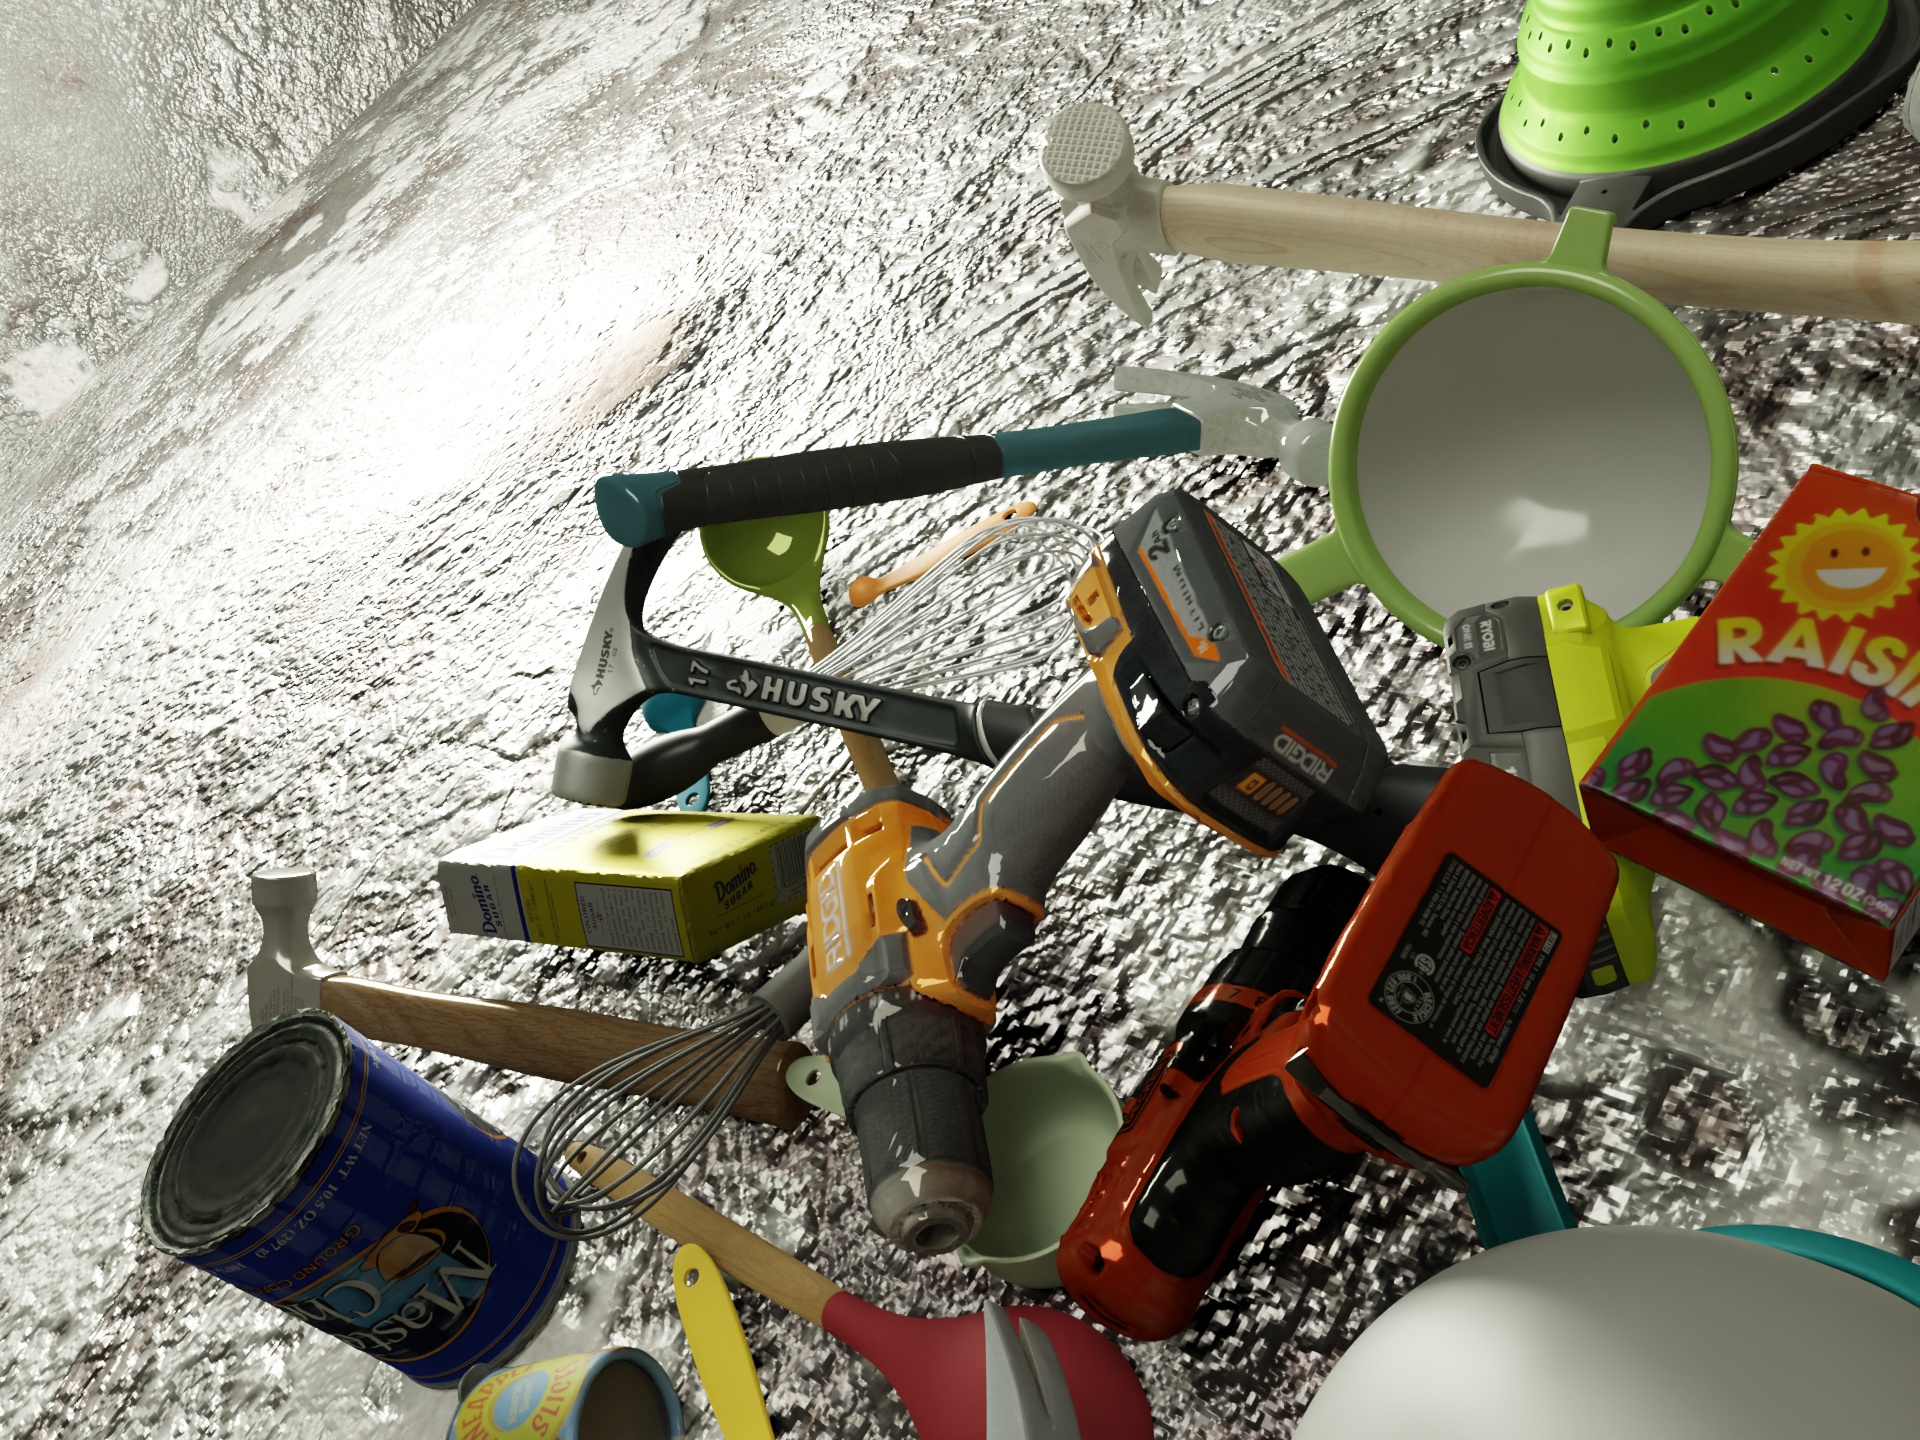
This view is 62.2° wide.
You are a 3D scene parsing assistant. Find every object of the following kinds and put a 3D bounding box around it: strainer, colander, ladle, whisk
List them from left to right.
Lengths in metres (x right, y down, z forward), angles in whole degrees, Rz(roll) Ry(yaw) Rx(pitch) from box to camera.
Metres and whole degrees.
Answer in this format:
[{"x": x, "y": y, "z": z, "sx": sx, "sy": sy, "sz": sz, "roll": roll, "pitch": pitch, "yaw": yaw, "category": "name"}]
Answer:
[{"x": -0.077, "y": 0.115, "z": 0.631, "sx": 0.055, "sy": 0.055, "sz": 0.239, "roll": 7, "pitch": 34, "yaw": 42, "category": "whisk"}, {"x": -0.061, "y": 0.209, "z": 0.592, "sx": 0.315, "sy": 0.031, "sz": 0.069, "roll": 9, "pitch": 61, "yaw": 45, "category": "ladle"}, {"x": -0.074, "y": -0.037, "z": 0.822, "sx": 0.078, "sy": 0.062, "sz": 0.321, "roll": -35, "pitch": 41, "yaw": 7, "category": "ladle"}, {"x": -0.056, "y": -0.018, "z": 0.744, "sx": 0.284, "sy": 0.070, "sz": 0.070, "roll": -26, "pitch": 40, "yaw": 19, "category": "whisk"}, {"x": 0.189, "y": -0.082, "z": 0.650, "sx": 0.256, "sy": 0.151, "sz": 0.069, "roll": -27, "pitch": -2, "yaw": 41, "category": "strainer"}, {"x": 0.131, "y": 0.157, "z": 0.392, "sx": 0.211, "sy": 0.095, "sz": 0.341, "roll": -48, "pitch": 21, "yaw": 26, "category": "strainer"}, {"x": 0.297, "y": -0.277, "z": 0.733, "sx": 0.205, "sy": 0.094, "sz": 0.397, "roll": 13, "pitch": 60, "yaw": 45, "category": "colander"}]

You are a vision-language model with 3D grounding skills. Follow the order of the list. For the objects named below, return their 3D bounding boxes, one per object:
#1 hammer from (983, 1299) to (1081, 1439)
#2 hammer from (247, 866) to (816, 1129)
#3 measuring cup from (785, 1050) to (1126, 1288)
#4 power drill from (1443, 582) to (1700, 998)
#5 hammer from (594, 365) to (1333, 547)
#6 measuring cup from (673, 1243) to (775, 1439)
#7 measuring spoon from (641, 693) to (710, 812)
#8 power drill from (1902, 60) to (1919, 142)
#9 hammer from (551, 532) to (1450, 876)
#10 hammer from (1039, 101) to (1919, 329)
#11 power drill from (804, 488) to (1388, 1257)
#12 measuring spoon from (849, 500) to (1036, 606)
[{"x": -0.126, "y": 0.299, "z": 0.502, "sx": 0.386, "sy": 0.038, "sz": 0.143, "roll": -26, "pitch": 42, "yaw": 26, "category": "hammer"}, {"x": -0.209, "y": 0.146, "z": 0.728, "sx": 0.331, "sy": 0.031, "sz": 0.130, "roll": 3, "pitch": 95, "yaw": 29, "category": "hammer"}, {"x": -0.002, "y": 0.156, "z": 0.588, "sx": 0.168, "sy": 0.038, "sz": 0.083, "roll": 7, "pitch": 57, "yaw": 44, "category": "measuring cup"}, {"x": 0.275, "y": 0.006, "z": 0.487, "sx": 0.223, "sy": 0.080, "sz": 0.171, "roll": -14, "pitch": 48, "yaw": 24, "category": "power drill"}, {"x": 0.002, "y": -0.119, "z": 0.727, "sx": 0.331, "sy": 0.033, "sz": 0.128, "roll": -11, "pitch": 29, "yaw": -18, "category": "hammer"}, {"x": -0.081, "y": 0.245, "z": 0.551, "sx": 0.062, "sy": 0.029, "sz": 0.157, "roll": -38, "pitch": 47, "yaw": 5, "category": "measuring cup"}, {"x": -0.154, "y": 0.009, "z": 0.863, "sx": 0.042, "sy": 0.021, "sz": 0.129, "roll": -33, "pitch": 37, "yaw": 7, "category": "measuring spoon"}, {"x": 0.421, "y": -0.155, "z": 0.477, "sx": 0.190, "sy": 0.080, "sz": 0.229, "roll": -11, "pitch": 55, "yaw": -4, "category": "power drill"}, {"x": -0.001, "y": -0.002, "z": 0.666, "sx": 0.409, "sy": 0.036, "sz": 0.149, "roll": 11, "pitch": 89, "yaw": 28, "category": "hammer"}, {"x": 0.242, "y": -0.181, "z": 0.636, "sx": 0.411, "sy": 0.146, "sz": 0.038, "roll": 12, "pitch": 83, "yaw": 21, "category": "hammer"}, {"x": 0.031, "y": 0.053, "z": 0.537, "sx": 0.226, "sy": 0.084, "sz": 0.186, "roll": -44, "pitch": 33, "yaw": 24, "category": "power drill"}, {"x": -0.012, "y": -0.092, "z": 0.860, "sx": 0.117, "sy": 0.011, "sz": 0.021, "roll": -25, "pitch": 40, "yaw": 16, "category": "measuring spoon"}]
